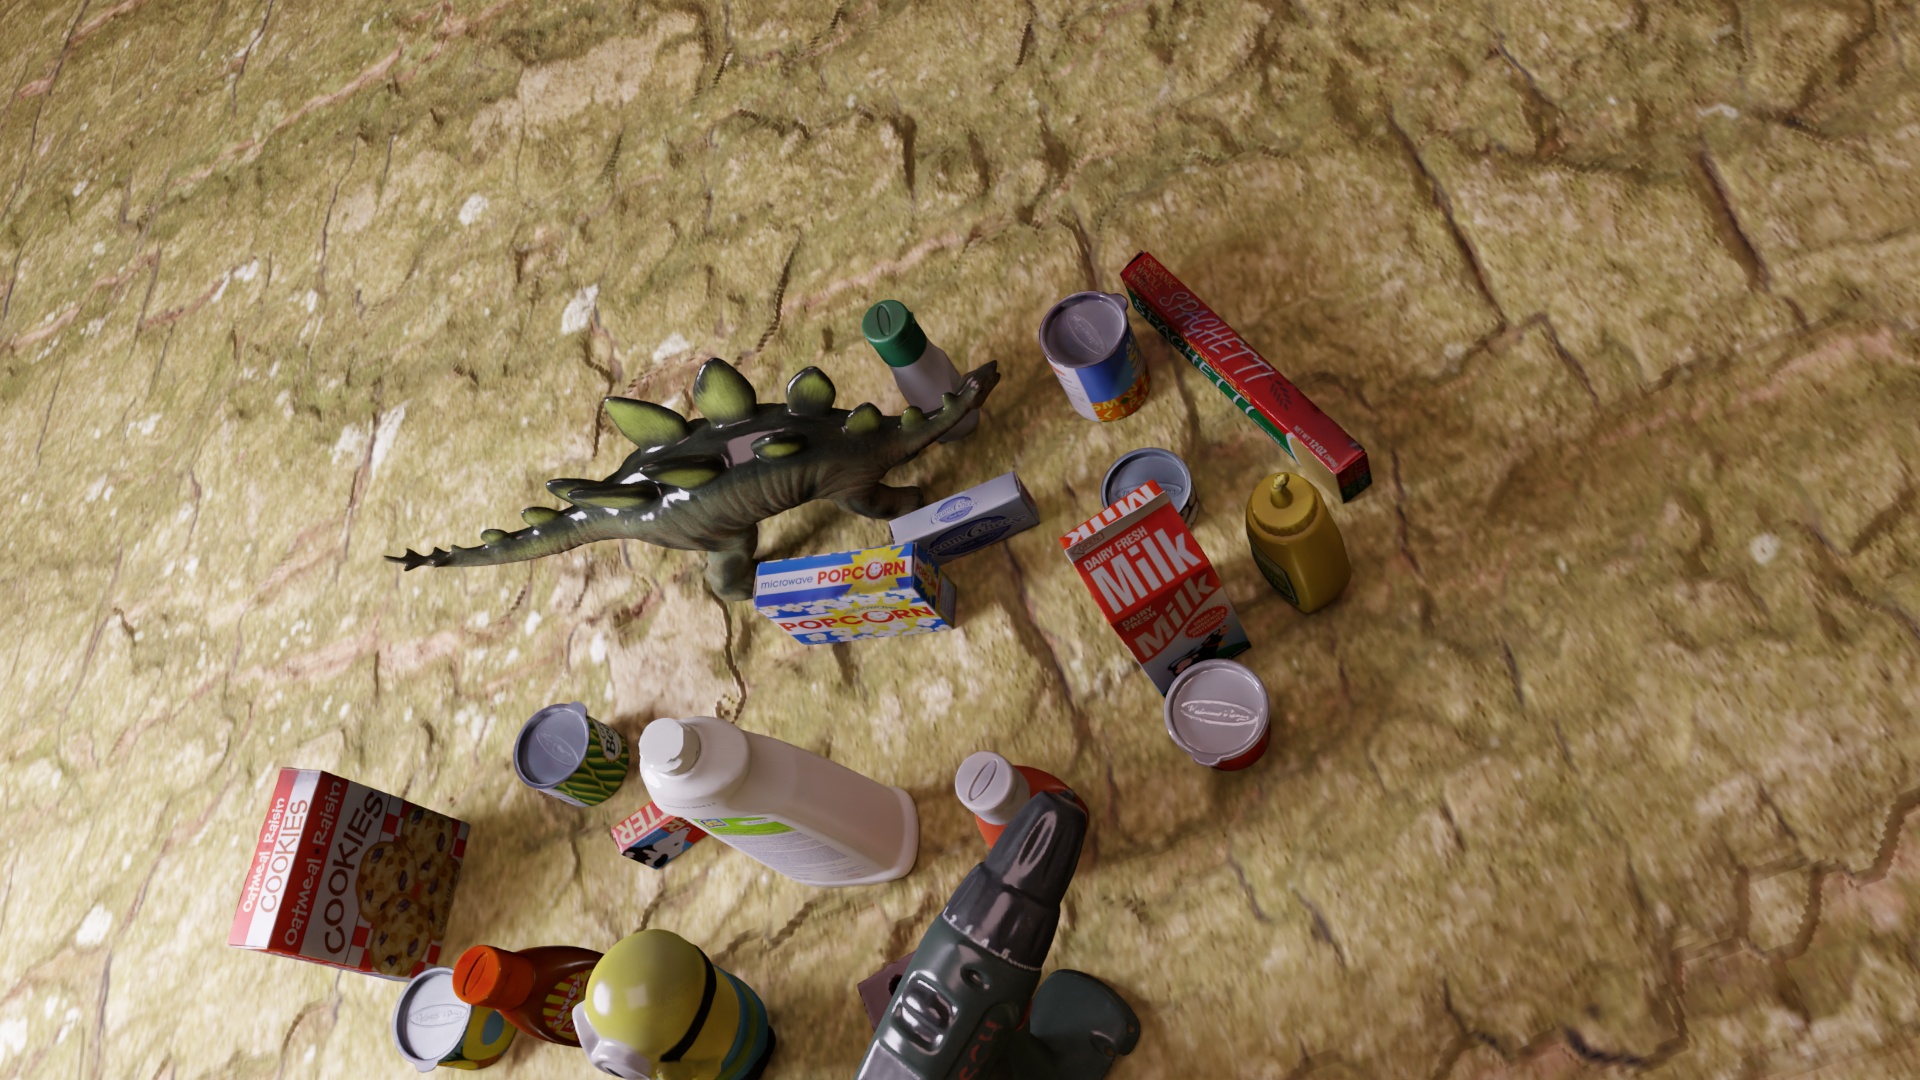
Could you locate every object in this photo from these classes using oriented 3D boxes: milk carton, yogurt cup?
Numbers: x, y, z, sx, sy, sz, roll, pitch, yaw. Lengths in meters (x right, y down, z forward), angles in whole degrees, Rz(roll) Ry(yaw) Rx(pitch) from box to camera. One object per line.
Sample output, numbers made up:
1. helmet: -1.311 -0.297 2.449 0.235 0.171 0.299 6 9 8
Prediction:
1. milk carton: 0.122 0.027 0.888 0.072 0.190 0.074 -32 58 4
2. yogurt cup: 0.171 0.117 0.905 0.072 0.053 0.072 -9 63 17

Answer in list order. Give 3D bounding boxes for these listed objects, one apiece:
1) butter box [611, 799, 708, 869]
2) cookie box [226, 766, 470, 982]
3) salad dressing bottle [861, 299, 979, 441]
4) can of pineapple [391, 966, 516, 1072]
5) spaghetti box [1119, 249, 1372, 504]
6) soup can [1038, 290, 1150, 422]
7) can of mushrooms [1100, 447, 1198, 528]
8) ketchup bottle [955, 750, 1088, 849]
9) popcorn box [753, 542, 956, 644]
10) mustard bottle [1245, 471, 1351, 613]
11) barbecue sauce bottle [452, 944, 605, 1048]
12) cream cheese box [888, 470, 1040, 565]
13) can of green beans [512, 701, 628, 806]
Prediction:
1. butter box: -0.196 0.197 1.010 0.103 0.053 0.024 -35 58 2
2. cookie box: -0.440 0.247 1.012 0.040 0.167 0.123 -3 65 20
3. salad dressing bottle: -0.030 -0.128 1.049 0.044 0.147 0.064 -18 60 13
4. can of pineapple: -0.363 0.346 0.998 0.071 0.057 0.071 -9 63 17
5. spaghetti box: 0.203 -0.123 1.014 0.029 0.050 0.251 -39 58 0
6. soup can: 0.104 -0.138 1.040 0.071 0.083 0.071 -9 63 17
7. can of mushrooms: 0.137 -0.029 1.003 0.071 0.033 0.071 -9 63 17
8. ketchup bottle: 0.037 0.170 0.876 0.043 0.148 0.065 27 78 30
9. popcorn box: -0.077 0.041 1.021 0.126 0.085 0.038 -8 63 18
10. mustard bottle: 0.211 -0.006 0.888 0.049 0.159 0.065 -40 58 0
11. barbecue sauce bottle: -0.281 0.302 0.934 0.044 0.148 0.065 16 72 27
12. cream cheese box: 0.004 -0.013 1.035 0.104 0.053 0.024 -22 60 10
13. can of green beans: -0.297 0.165 1.062 0.071 0.057 0.071 -9 63 17
